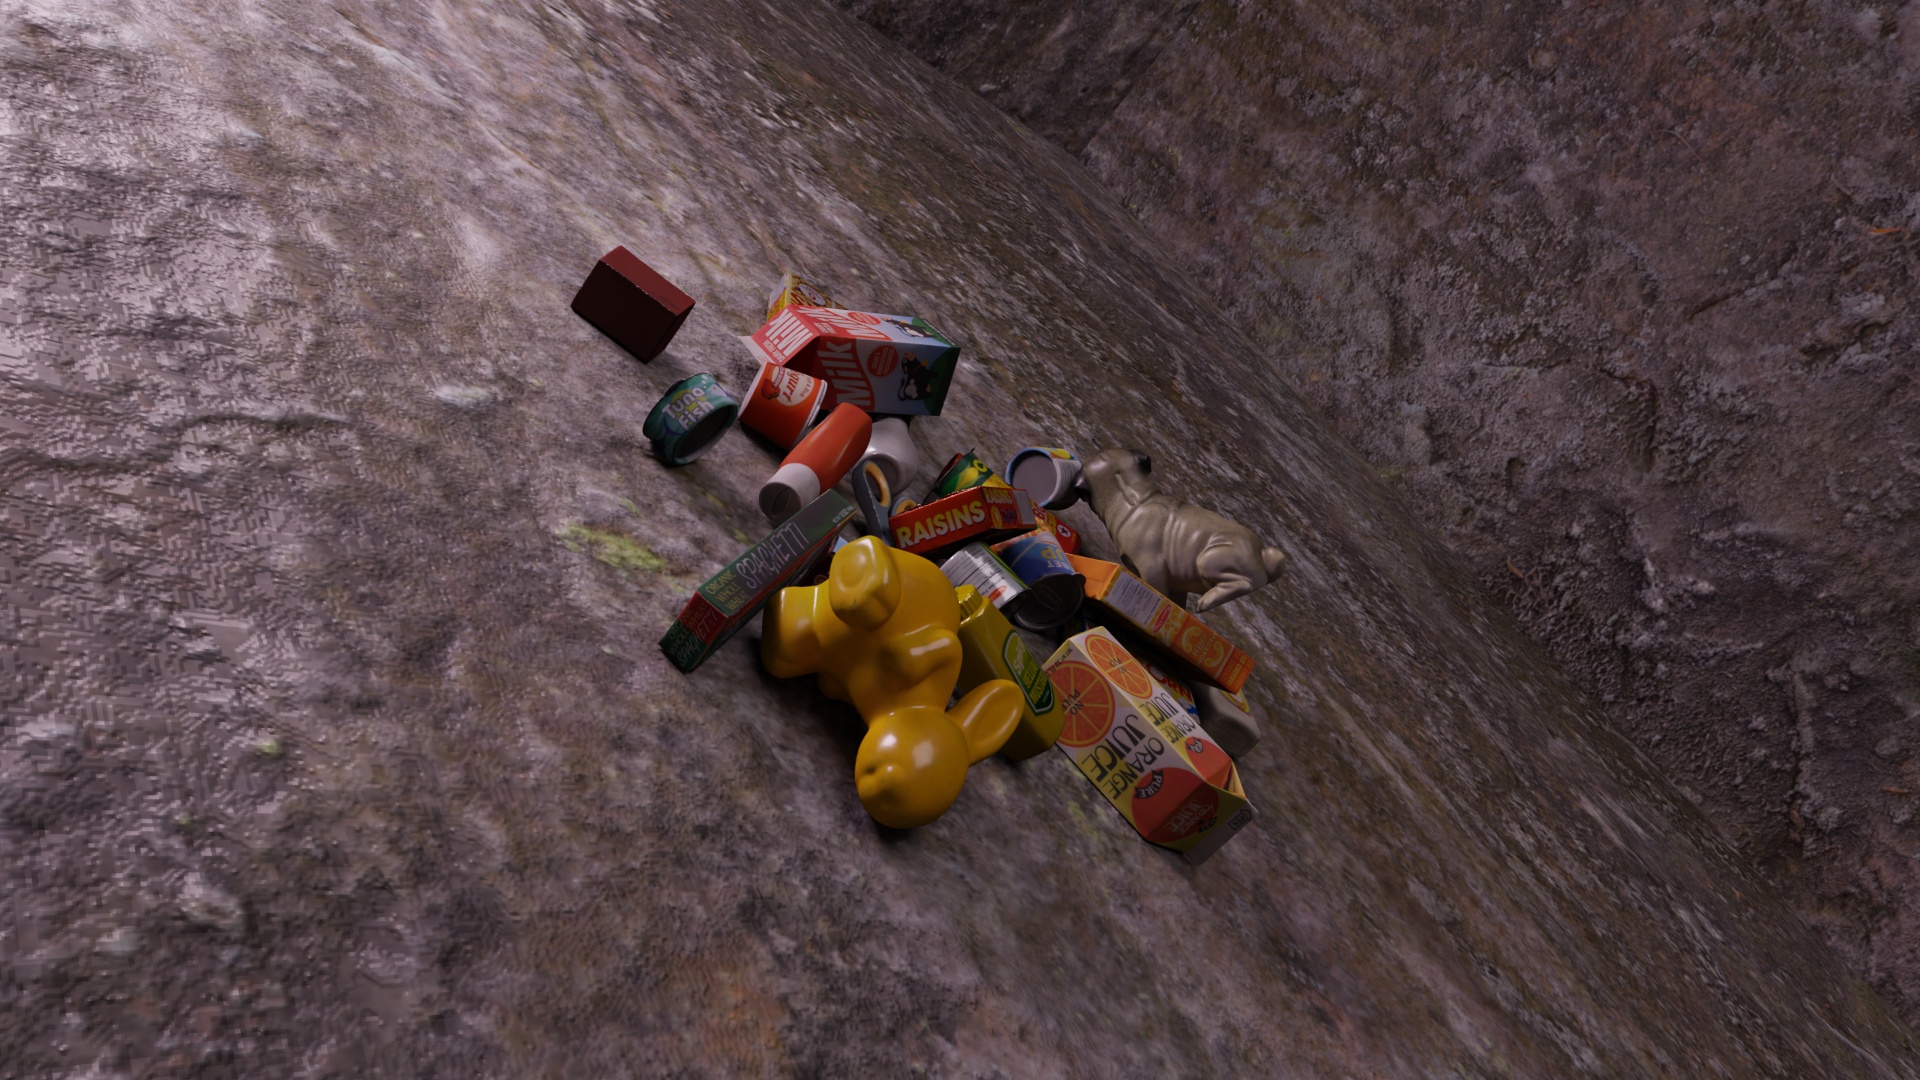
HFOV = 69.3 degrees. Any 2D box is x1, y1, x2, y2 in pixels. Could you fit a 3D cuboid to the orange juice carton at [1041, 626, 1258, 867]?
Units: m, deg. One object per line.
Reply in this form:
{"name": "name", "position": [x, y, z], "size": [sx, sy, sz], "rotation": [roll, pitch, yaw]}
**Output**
{"name": "orange juice carton", "position": [0.141, 0.163, 1.088], "size": [0.193, 0.071, 0.073], "rotation": [47, 23, 16]}

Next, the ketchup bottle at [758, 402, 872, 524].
{"name": "ketchup bottle", "position": [-0.116, -0.058, 1.108], "size": [0.043, 0.064, 0.149], "rotation": [31, 29, 0]}

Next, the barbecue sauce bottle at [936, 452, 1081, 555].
{"name": "barbecue sauce bottle", "position": [0.046, -0.026, 1.331], "size": [0.148, 0.043, 0.065], "rotation": [37, 29, -9]}

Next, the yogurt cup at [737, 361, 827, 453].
{"name": "yogurt cup", "position": [-0.150, -0.113, 1.153], "size": [0.054, 0.072, 0.073], "rotation": [26, 25, -14]}

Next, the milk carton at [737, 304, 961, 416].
{"name": "milk carton", "position": [-0.103, -0.164, 1.260], "size": [0.191, 0.073, 0.072], "rotation": [1, 29, -34]}

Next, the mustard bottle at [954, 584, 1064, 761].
{"name": "mustard bottle", "position": [0.018, 0.083, 1.006], "size": [0.160, 0.048, 0.065], "rotation": [58, 27, -15]}

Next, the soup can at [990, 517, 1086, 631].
{"name": "soup can", "position": [0.067, 0.027, 1.227], "size": [0.071, 0.071, 0.084], "rotation": [24, 26, -36]}

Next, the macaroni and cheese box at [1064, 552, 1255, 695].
{"name": "macaroni and cheese box", "position": [0.172, 0.074, 1.272], "size": [0.166, 0.040, 0.123], "rotation": [34, -7, -19]}

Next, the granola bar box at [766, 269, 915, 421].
{"name": "granola bar box", "position": [-0.116, -0.190, 1.386], "size": [0.165, 0.039, 0.125], "rotation": [32, 23, -22]}

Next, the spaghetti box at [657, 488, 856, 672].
{"name": "spaghetti box", "position": [-0.131, 0.020, 0.943], "size": [0.029, 0.050, 0.251], "rotation": [39, 22, 1]}

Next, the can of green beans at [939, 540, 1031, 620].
{"name": "can of green beans", "position": [0.014, 0.042, 1.117], "size": [0.058, 0.071, 0.071], "rotation": [46, 22, 14]}

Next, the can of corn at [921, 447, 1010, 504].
{"name": "can of corn", "position": [0.010, -0.040, 1.263], "size": [0.058, 0.071, 0.071], "rotation": [42, 21, 2]}

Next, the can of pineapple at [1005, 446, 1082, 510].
{"name": "can of pineapple", "position": [0.086, -0.064, 1.445], "size": [0.071, 0.070, 0.058], "rotation": [49, 23, 21]}

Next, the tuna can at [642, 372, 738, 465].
{"name": "tuna can", "position": [-0.197, -0.090, 1.019], "size": [0.033, 0.071, 0.071], "rotation": [45, 22, 9]}

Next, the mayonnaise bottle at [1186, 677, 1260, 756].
{"name": "mayonnaise bottle", "position": [0.245, 0.143, 1.337], "size": [0.064, 0.041, 0.149], "rotation": [34, 23, -20]}

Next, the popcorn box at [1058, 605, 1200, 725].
{"name": "popcorn box", "position": [0.147, 0.120, 1.223], "size": [0.126, 0.038, 0.085], "rotation": [33, 21, -17]}

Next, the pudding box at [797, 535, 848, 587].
{"name": "pudding box", "position": [-0.072, 0.042, 0.998], "size": [0.083, 0.049, 0.030], "rotation": [37, 20, -10]}

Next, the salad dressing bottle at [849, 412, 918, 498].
{"name": "salad dressing bottle", "position": [-0.068, -0.087, 1.264], "size": [0.064, 0.043, 0.148], "rotation": [30, 22, -11]}

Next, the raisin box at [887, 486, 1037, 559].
{"name": "raisin box", "position": [0.004, -0.014, 1.156], "size": [0.123, 0.086, 0.040], "rotation": [-2, 74, -70]}
